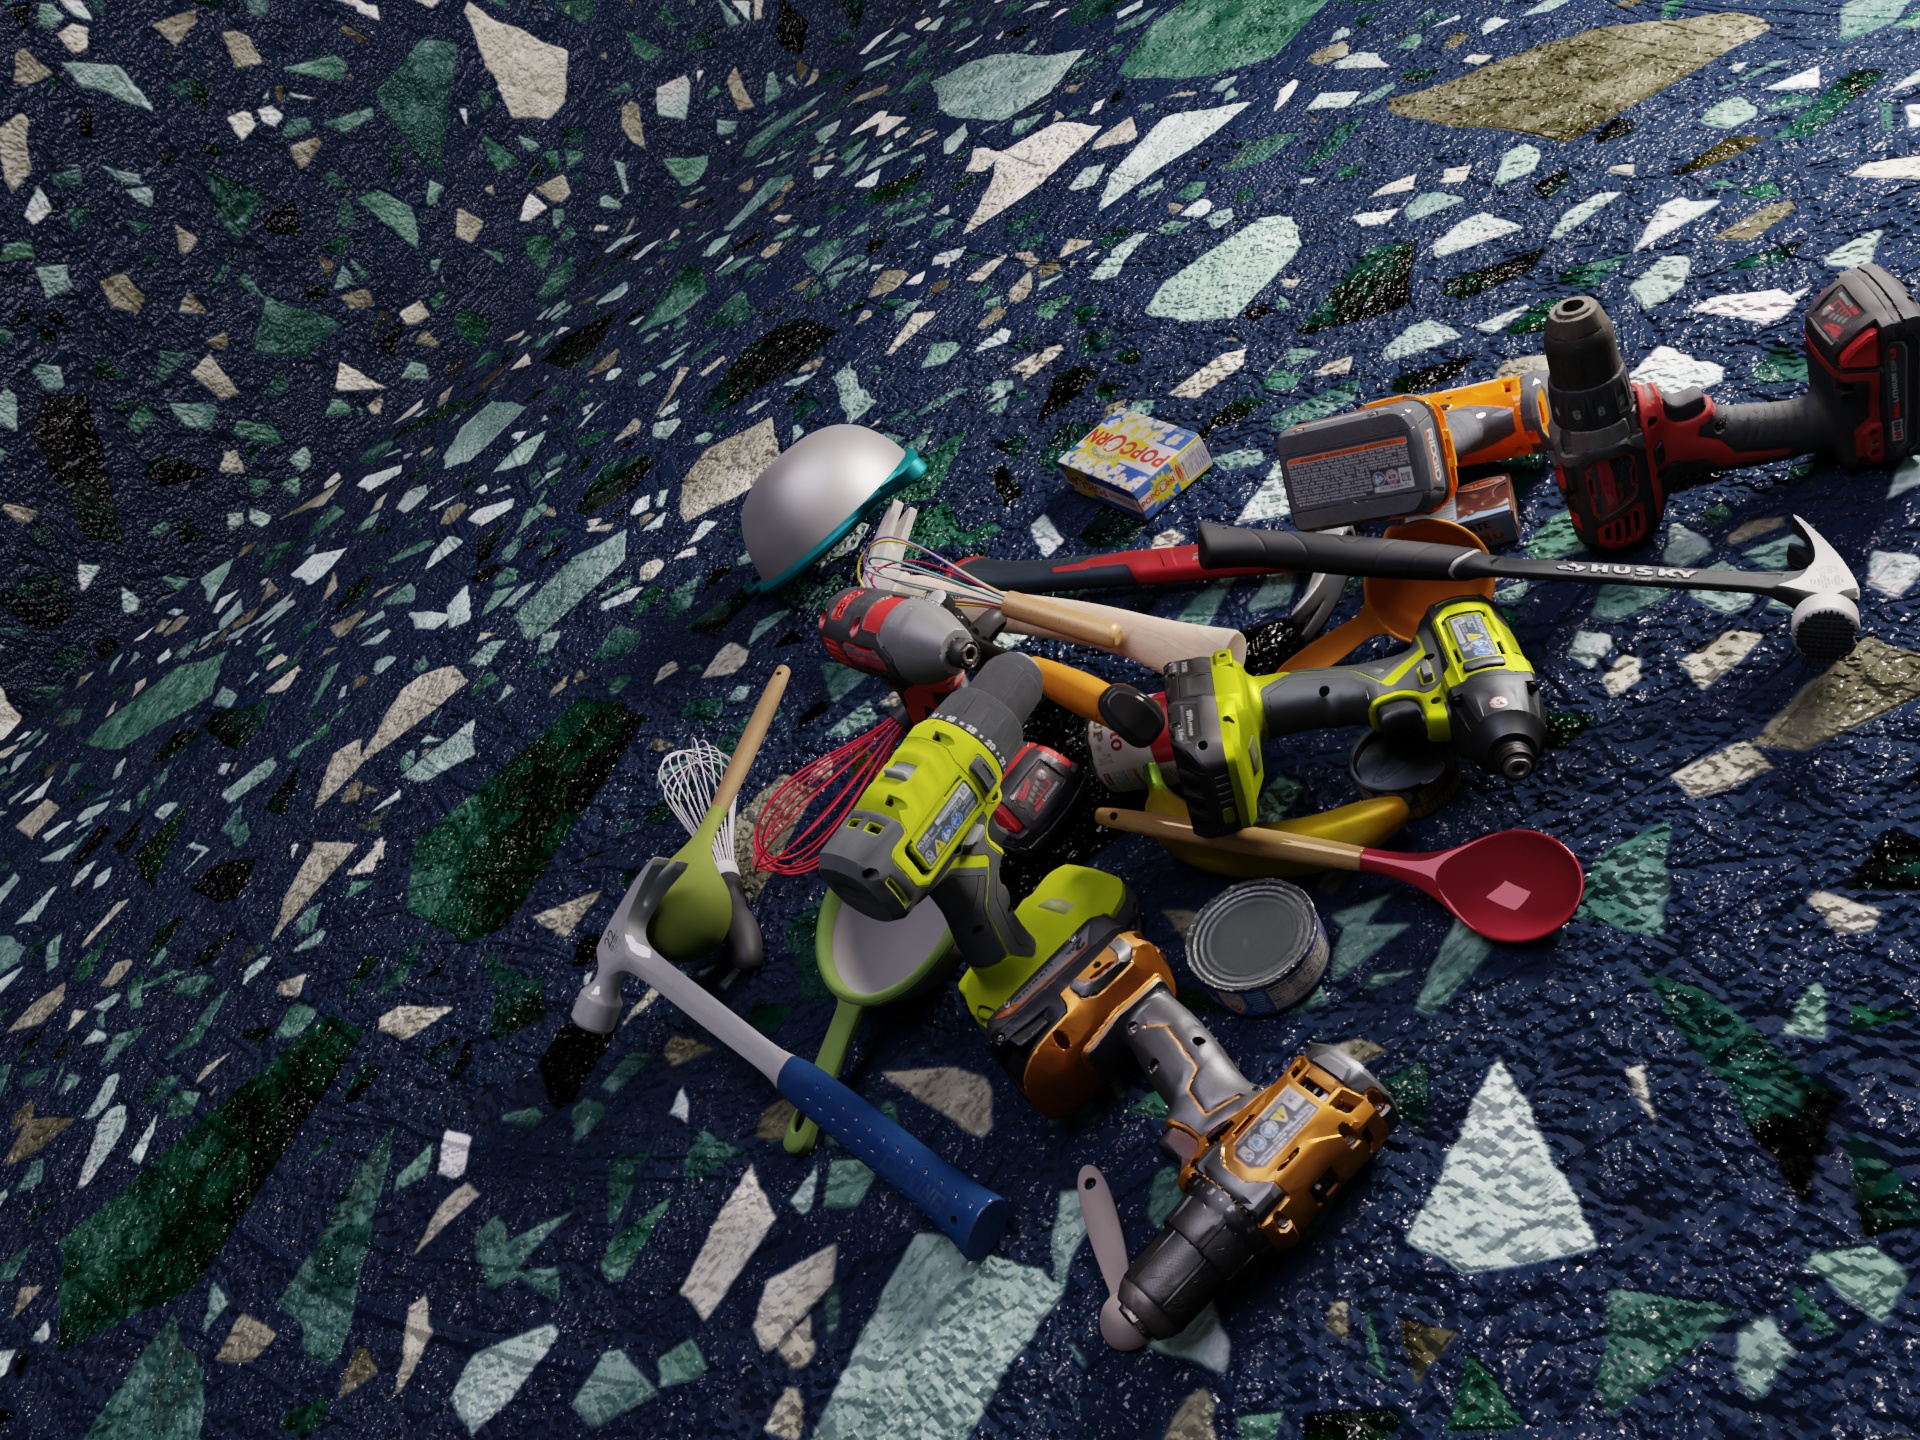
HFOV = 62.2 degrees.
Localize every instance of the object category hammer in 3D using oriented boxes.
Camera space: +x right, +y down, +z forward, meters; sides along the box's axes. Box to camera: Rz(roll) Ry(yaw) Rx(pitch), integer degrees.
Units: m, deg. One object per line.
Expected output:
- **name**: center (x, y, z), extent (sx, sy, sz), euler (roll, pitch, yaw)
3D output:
- **hammer**: center (0.064, -0.096, 1.335), extent (0.411, 0.038, 0.146), euler (14, 87, 43)
- **hammer**: center (0.351, -0.103, 1.035), extent (0.409, 0.036, 0.149), euler (7, 31, 23)
- **hammer**: center (-0.122, 0.227, 1.072), extent (0.406, 0.035, 0.144), euler (26, 96, 39)
- **hammer**: center (0.066, -0.025, 1.141), extent (0.034, 0.127, 0.337), euler (-50, 21, -4)
- **hammer**: center (0.140, -0.117, 1.337), extent (0.386, 0.038, 0.143), euler (-2, 48, 38)

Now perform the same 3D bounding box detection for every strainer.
- **strainer**: center (-0.125, -0.233, 1.533), extent (0.211, 0.095, 0.340), euler (-47, 13, -18)
- **strainer**: center (-0.049, 0.189, 1.122), extent (0.151, 0.069, 0.256), euler (7, 70, 50)

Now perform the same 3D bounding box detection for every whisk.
- **whisk**: center (0.019, -0.097, 1.292), extent (0.245, 0.051, 0.047), euler (19, 63, 26)
- **whisk**: center (-0.202, 0.109, 1.337), extent (0.070, 0.070, 0.285), euler (-32, 40, 4)
- **whisk**: center (-0.064, 0.017, 1.301), extent (0.296, 0.073, 0.073), euler (-47, 37, -8)

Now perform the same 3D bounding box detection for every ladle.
- **ladle**: center (-0.190, 0.066, 1.320), extent (0.078, 0.062, 0.320), euler (1, 40, 15)
- **ladle**: center (0.226, 0.084, 0.996), extent (0.315, 0.031, 0.069), euler (8, 72, 31)

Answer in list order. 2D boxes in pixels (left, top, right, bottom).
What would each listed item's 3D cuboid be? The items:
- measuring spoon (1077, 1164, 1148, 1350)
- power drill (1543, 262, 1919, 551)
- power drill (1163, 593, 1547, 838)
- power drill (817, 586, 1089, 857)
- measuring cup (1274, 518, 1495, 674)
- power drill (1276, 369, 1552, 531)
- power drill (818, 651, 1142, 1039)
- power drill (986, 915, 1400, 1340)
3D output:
- **measuring spoon**: center (0.083, 0.301, 0.909), extent (0.034, 0.018, 0.124), euler (-29, 35, 9)
- **power drill**: center (0.500, -0.220, 1.044), extent (0.226, 0.187, 0.080), euler (-17, 38, 17)
- **power drill**: center (0.247, -0.001, 1.005), extent (0.223, 0.080, 0.171), euler (-12, 30, 12)
- **power drill**: center (-0.002, -0.004, 1.159), extent (0.143, 0.219, 0.078), euler (15, 58, 48)
- **measuring cup**: center (0.297, -0.076, 1.134), extent (0.173, 0.095, 0.052), euler (-36, -1, 20)
- **power drill**: center (0.331, -0.203, 1.185), extent (0.164, 0.084, 0.226), euler (-5, 14, 45)
- **power drill**: center (0.027, 0.087, 1.021), extent (0.080, 0.228, 0.191), euler (10, 54, 45)
- **power drill**: center (0.111, 0.230, 0.918), extent (0.185, 0.084, 0.226), euler (-43, 41, -14)
